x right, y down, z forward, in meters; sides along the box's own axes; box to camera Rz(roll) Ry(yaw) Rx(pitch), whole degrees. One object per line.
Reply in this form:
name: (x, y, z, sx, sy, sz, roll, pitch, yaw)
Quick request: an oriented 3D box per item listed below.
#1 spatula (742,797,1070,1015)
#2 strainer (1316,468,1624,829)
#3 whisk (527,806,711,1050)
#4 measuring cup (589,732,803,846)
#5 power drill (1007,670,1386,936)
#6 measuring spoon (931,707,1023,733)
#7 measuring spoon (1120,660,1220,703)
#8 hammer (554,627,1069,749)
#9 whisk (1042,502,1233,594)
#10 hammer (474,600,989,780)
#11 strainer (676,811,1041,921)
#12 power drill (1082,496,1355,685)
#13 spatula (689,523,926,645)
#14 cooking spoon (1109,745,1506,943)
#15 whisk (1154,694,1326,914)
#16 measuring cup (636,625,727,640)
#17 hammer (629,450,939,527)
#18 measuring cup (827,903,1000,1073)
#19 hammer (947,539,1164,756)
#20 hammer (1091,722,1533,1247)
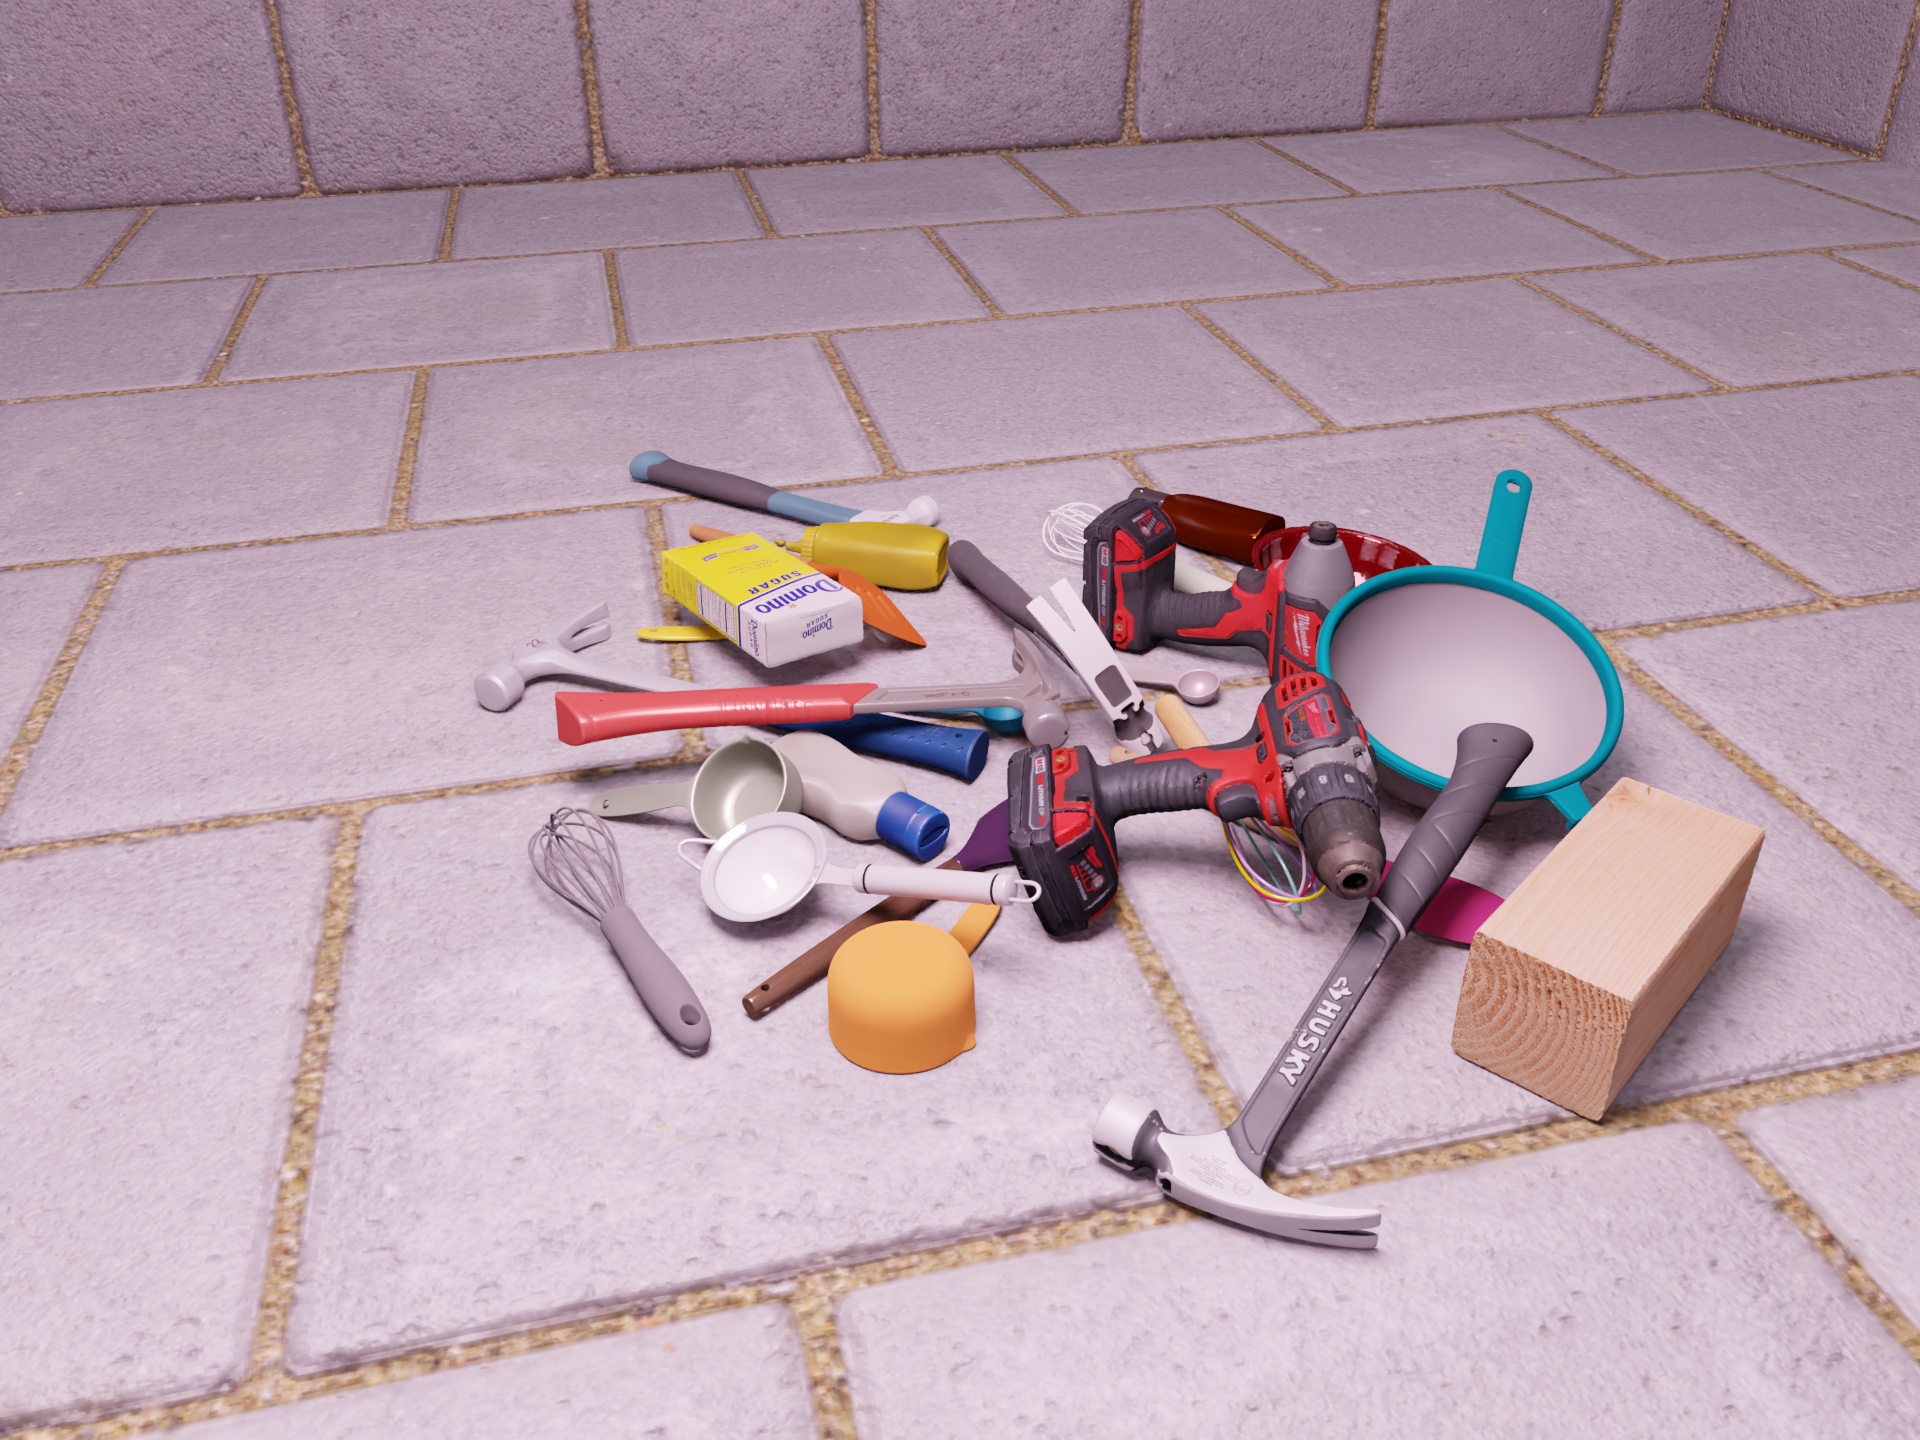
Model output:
spatula: (-0.018, 0.109, 1.038, 0.060, 0.018, 0.316, 32, 43, 30)
strainer: (0.373, -0.050, 1.172, 0.211, 0.095, 0.341, 18, 51, 11)
whisk: (-0.211, 0.126, 0.992, 0.055, 0.055, 0.239, -19, 40, -27)
measuring cup: (-0.183, 0.058, 1.107, 0.167, 0.038, 0.083, -7, 65, 27)
power drill: (0.147, 0.061, 0.981, 0.226, 0.080, 0.188, -16, 32, 12)
measuring spoon: (-0.002, -0.004, 1.233, 0.129, 0.021, 0.042, 3, 31, 24)
measuring spoon: (0.150, -0.031, 1.275, 0.124, 0.018, 0.034, 11, 46, 31)
hammer: (-0.108, -0.017, 1.153, 0.359, 0.036, 0.149, -3, 28, -10)
whisk: (0.173, -0.141, 1.424, 0.246, 0.057, 0.059, 28, 76, 32)
hammer: (-0.169, -0.018, 1.234, 0.405, 0.035, 0.144, 12, 34, 20)
strainer: (-0.065, 0.100, 0.990, 0.258, 0.050, 0.087, 1, 49, 30)
power drill: (0.210, -0.106, 1.271, 0.220, 0.143, 0.078, 18, 33, 32)
spatula: (-0.152, -0.131, 1.417, 0.323, 0.041, 0.081, 22, 2, 44)
cooking spoon: (0.231, 0.079, 1.082, 0.319, 0.017, 0.069, 24, 37, 35)
whisk: (0.185, 0.050, 1.079, 0.047, 0.051, 0.245, -33, 34, 5)
measuring cup: (-0.197, -0.086, 1.350, 0.156, 0.029, 0.062, -2, 31, -7)
hammer: (-0.192, -0.220, 1.571, 0.331, 0.033, 0.128, 18, 35, 28)
measuring cup: (-0.016, 0.136, 0.958, 0.095, 0.052, 0.174, 14, 36, 23)
hammer: (0.054, -0.089, 1.284, 0.035, 0.146, 0.335, -37, 29, -3)
hammer: (0.243, 0.129, 0.919, 0.149, 0.036, 0.409, 22, 49, 28)
